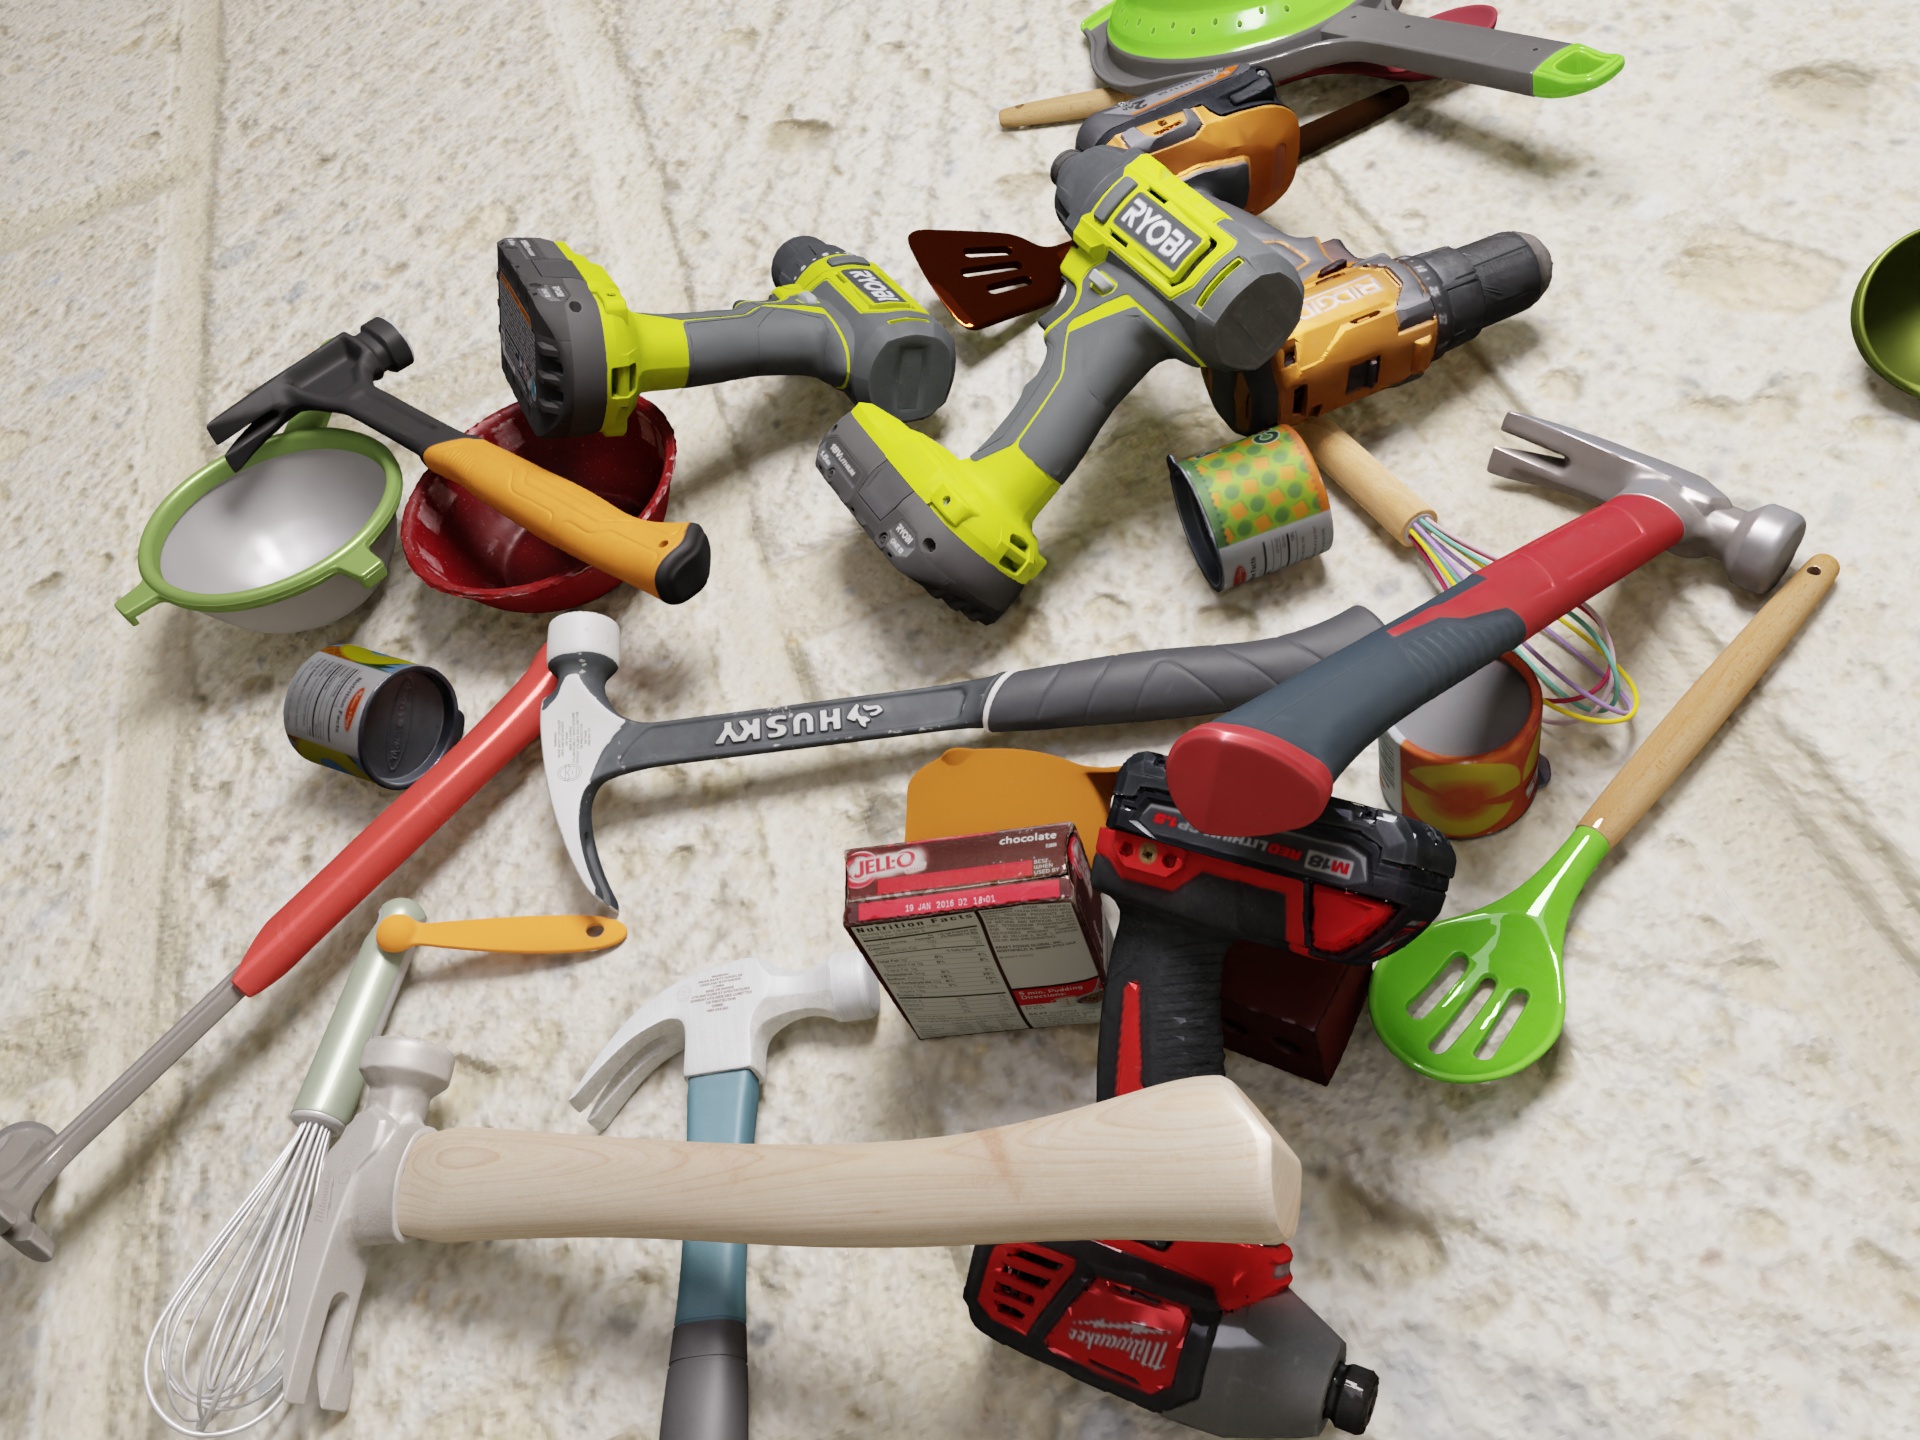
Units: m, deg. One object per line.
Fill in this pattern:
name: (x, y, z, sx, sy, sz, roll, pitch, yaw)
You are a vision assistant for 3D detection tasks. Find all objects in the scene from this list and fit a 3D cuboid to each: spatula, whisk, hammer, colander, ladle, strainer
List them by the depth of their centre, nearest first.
hammer: (-0.082, 0.178, 0.569, 0.411, 0.038, 0.146, -9, 59, 28)
hammer: (-0.093, 0.241, 0.597, 0.128, 0.033, 0.331, -10, 52, 9)
hammer: (0.191, -0.048, 0.613, 0.143, 0.038, 0.386, 32, 38, 32)
ladle: (0.470, -0.089, 0.664, 0.078, 0.062, 0.320, -15, 54, 9)
whisk: (-0.283, 0.184, 0.696, 0.059, 0.057, 0.247, 19, 51, -12)
whisk: (0.223, -0.078, 0.739, 0.047, 0.051, 0.245, -32, 48, -1)
hammer: (-0.001, -0.002, 0.742, 0.409, 0.036, 0.149, -7, 67, 8)
hammer: (-0.299, 0.088, 0.743, 0.359, 0.036, 0.149, -48, 21, -25)
hammer: (-0.264, -0.132, 0.854, 0.337, 0.034, 0.127, 27, 58, 31)
spatula: (0.127, -0.315, 0.948, 0.322, 0.041, 0.081, -26, 67, -6)
colander: (0.219, -0.449, 0.949, 0.204, 0.094, 0.397, -36, 43, -16)
strainer: (-0.388, -0.135, 0.953, 0.151, 0.069, 0.257, -9, 46, 4)
ladle: (0.177, -0.409, 1.014, 0.315, 0.031, 0.069, -3, 44, 17)

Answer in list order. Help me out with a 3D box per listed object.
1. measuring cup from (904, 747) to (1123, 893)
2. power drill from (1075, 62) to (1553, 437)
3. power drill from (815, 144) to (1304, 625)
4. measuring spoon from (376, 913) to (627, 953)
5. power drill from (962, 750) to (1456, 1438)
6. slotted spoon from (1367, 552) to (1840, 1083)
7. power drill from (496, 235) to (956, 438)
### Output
measuring cup: (0.055, 0.047, 0.649, 0.173, 0.095, 0.052, -11, 56, 29)
power drill: (0.181, -0.258, 0.844, 0.185, 0.084, 0.226, -23, 55, -9)
power drill: (0.039, -0.173, 0.787, 0.223, 0.080, 0.171, -47, 51, 12)
measuring spoon: (-0.214, 0.097, 0.740, 0.117, 0.011, 0.021, 0, 47, -1)
power drill: (0.094, 0.131, 0.552, 0.143, 0.078, 0.220, 15, 89, 27)
slotted spoon: (0.274, 0.033, 0.649, 0.070, 0.031, 0.314, 34, 67, 34)
power drill: (-0.138, -0.226, 0.897, 0.228, 0.080, 0.191, -9, 37, -24)
